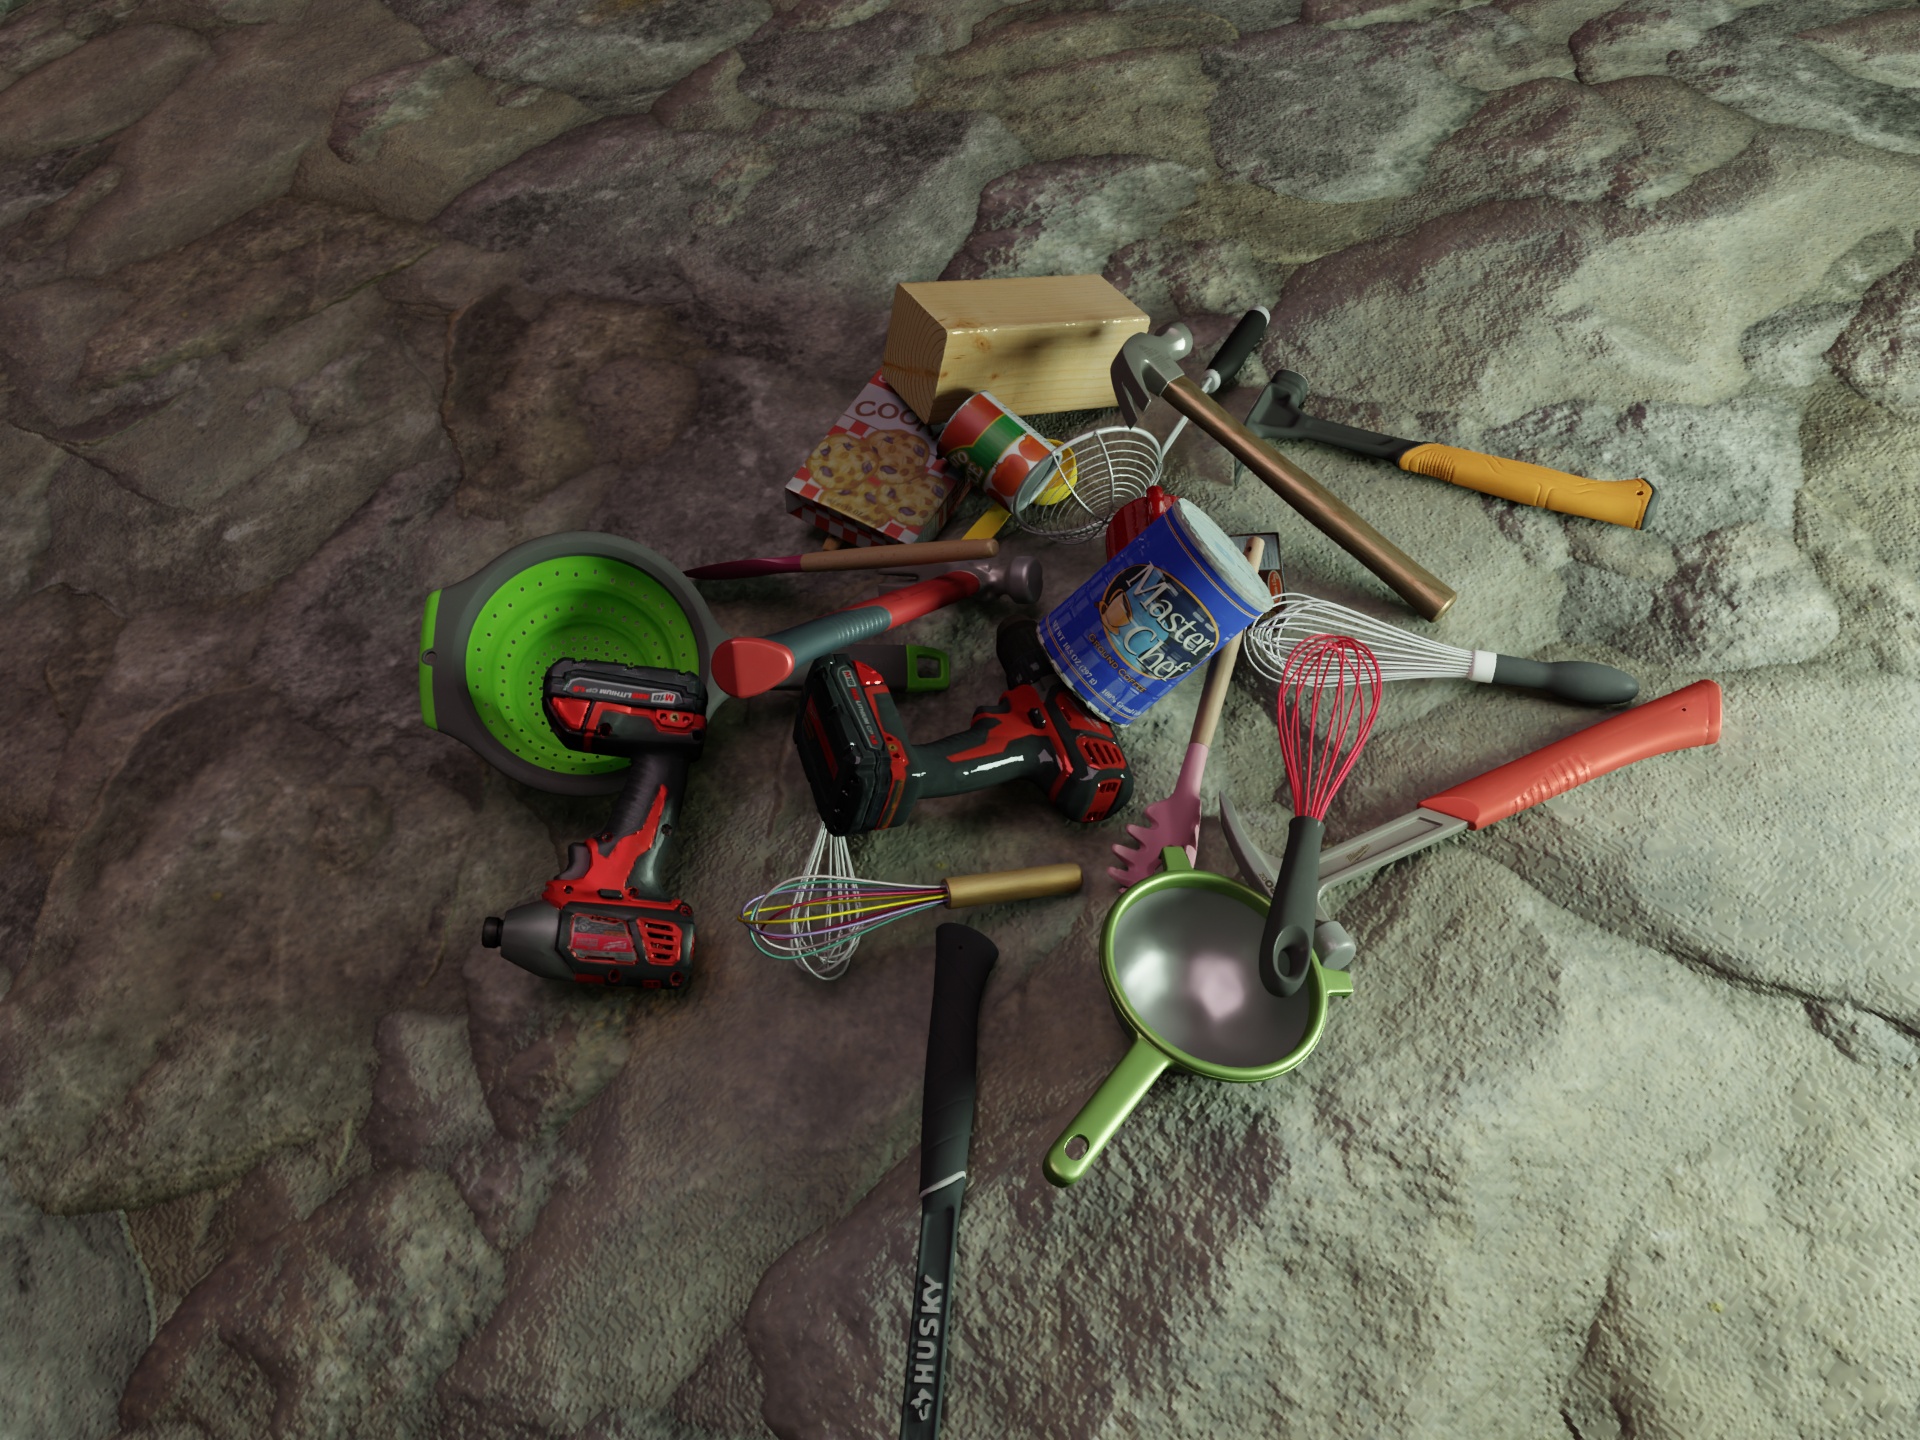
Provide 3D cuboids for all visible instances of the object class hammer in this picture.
[{"bbox_3d":[0.366,0.046,1.110,0.359,0.036,0.149,-23,52,-8],"label":"hammer"},{"bbox_3d":[0.251,-0.192,1.249,0.331,0.031,0.130,43,44,12],"label":"hammer"},{"bbox_3d":[-0.075,-0.074,1.130,0.143,0.038,0.386,2,14,24],"label":"hammer"},{"bbox_3d":[-0.017,0.304,0.970,0.149,0.036,0.409,-2,51,9],"label":"hammer"},{"bbox_3d":[0.395,-0.208,1.309,0.337,0.034,0.127,18,56,22],"label":"hammer"}]

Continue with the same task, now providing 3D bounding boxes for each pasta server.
[{"bbox_3d":[0.176,-0.008,1.155,0.060,0.040,0.316,-3,57,39],"label":"pasta server"}]

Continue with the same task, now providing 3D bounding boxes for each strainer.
[{"bbox_3d":[0.121,0.202,0.983,0.151,0.069,0.256,37,51,14],"label":"strainer"}]

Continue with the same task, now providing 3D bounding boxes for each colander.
[{"bbox_3d":[-0.210,-0.034,1.241,0.397,0.094,0.205,1,77,-13],"label":"colander"}]

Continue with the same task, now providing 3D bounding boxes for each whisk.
[{"bbox_3d":[-0.094,0.070,1.142,0.058,0.059,0.247,-23,51,32],"label":"whisk"},{"bbox_3d":[0.352,-0.046,1.175,0.284,0.070,0.070,9,54,10],"label":"whisk"},{"bbox_3d":[-0.029,0.122,1.073,0.245,0.047,0.051,-5,66,-20],"label":"whisk"},{"bbox_3d":[0.233,0.055,1.063,0.073,0.073,0.296,7,53,15],"label":"whisk"}]

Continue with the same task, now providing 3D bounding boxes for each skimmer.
[{"bbox_3d":[0.166,-0.274,1.363,0.090,0.127,0.363,31,53,6],"label":"skimmer"}]

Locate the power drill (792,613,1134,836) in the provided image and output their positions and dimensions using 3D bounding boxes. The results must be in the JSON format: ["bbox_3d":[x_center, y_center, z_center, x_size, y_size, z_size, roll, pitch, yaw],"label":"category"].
[{"bbox_3d":[-0.002,-0.004,1.151,0.226,0.080,0.188,-3,47,-24],"label":"power drill"}]

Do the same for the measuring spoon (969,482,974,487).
[{"bbox_3d":[0.003,-0.207,1.392,0.117,0.011,0.021,-28,61,-17],"label":"measuring spoon"}]

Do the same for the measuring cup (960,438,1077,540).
[{"bbox_3d":[0.041,-0.175,1.354,0.062,0.029,0.156,34,76,28],"label":"measuring cup"}]

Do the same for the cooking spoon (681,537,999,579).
[{"bbox_3d":[-0.103,-0.126,1.263,0.319,0.017,0.068,-1,7,36],"label":"cooking spoon"}]

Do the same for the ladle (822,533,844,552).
[{"bbox_3d":[-0.047,-0.263,1.433,0.069,0.031,0.315,19,59,18],"label":"ladle"}]

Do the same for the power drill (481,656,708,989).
[{"bbox_3d":[-0.250,0.074,1.111,0.143,0.078,0.220,6,74,-11],"label":"power drill"}]
